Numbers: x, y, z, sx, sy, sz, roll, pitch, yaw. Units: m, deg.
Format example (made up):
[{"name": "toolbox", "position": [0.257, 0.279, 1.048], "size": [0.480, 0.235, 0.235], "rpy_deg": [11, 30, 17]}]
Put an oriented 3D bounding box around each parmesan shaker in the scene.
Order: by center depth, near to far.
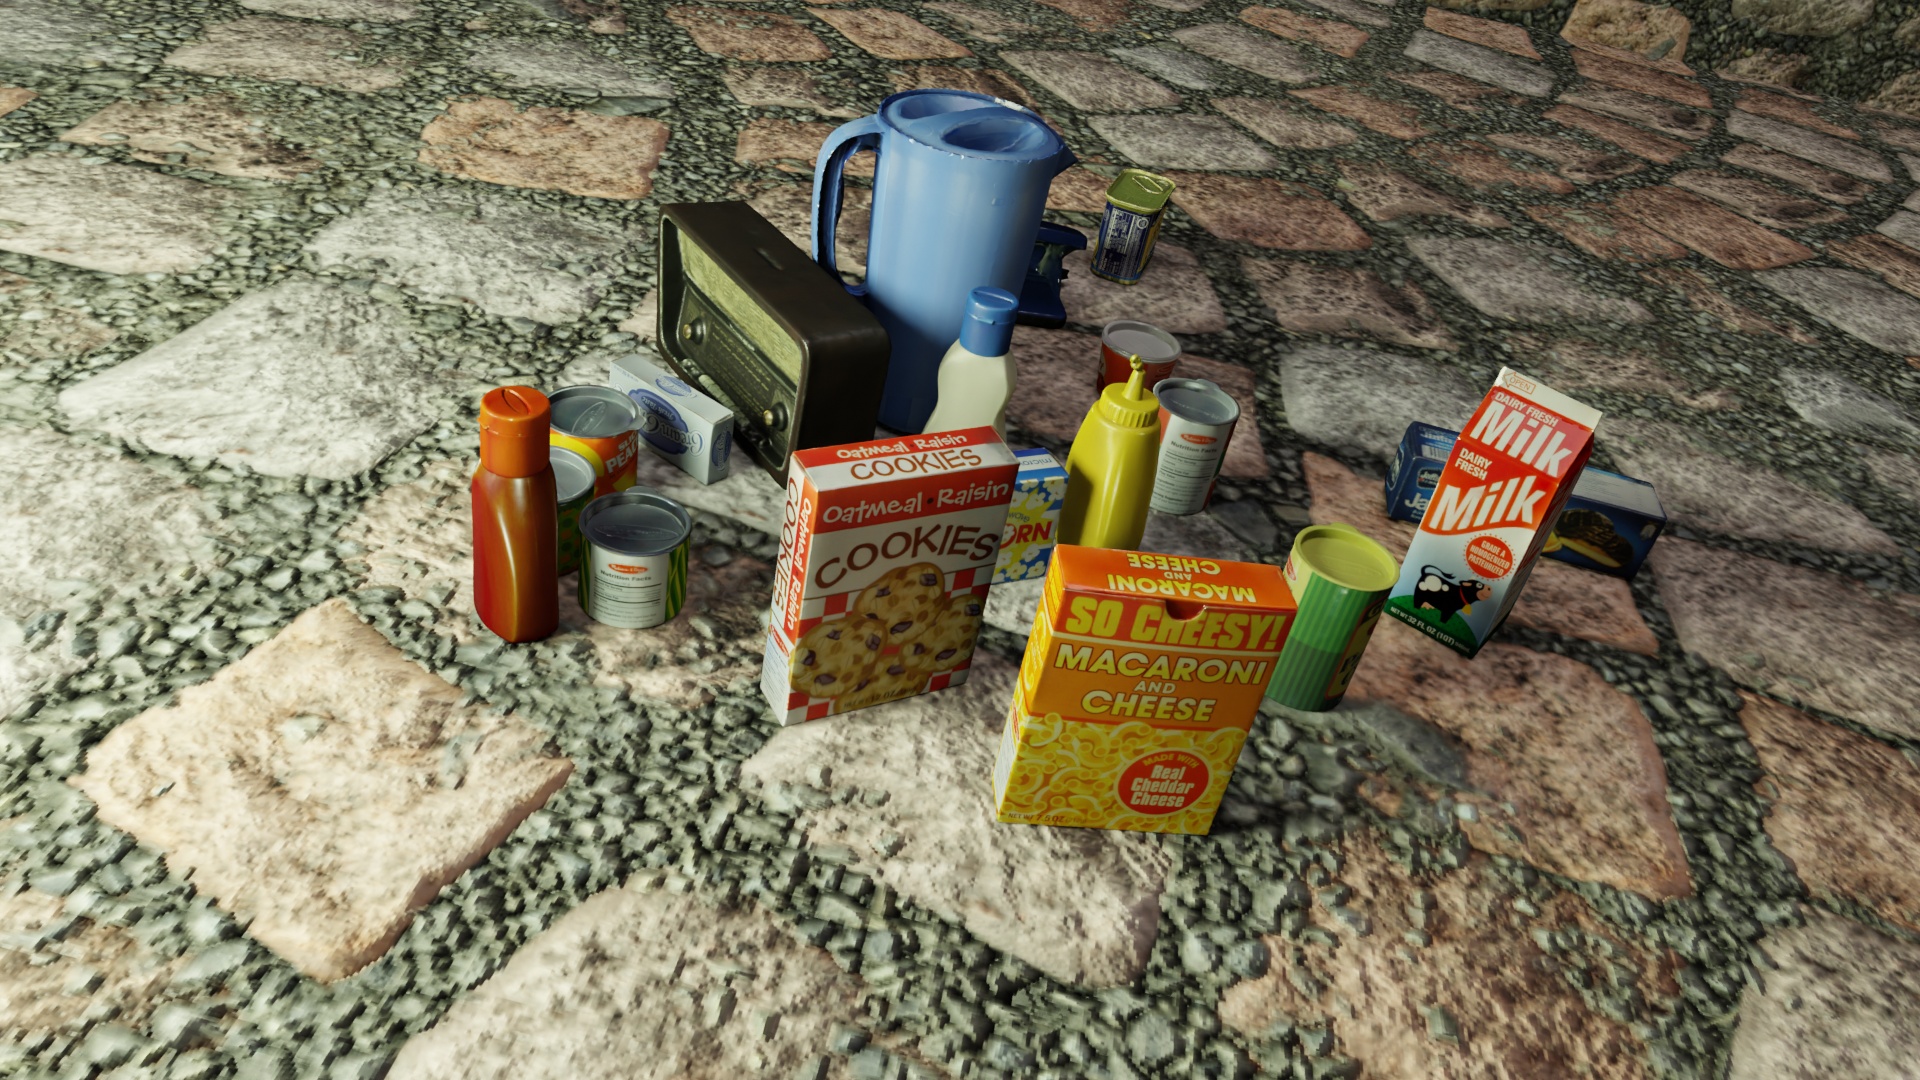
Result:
[{"name": "parmesan shaker", "position": [0.230, 0.049, 0.886], "size": [0.071, 0.102, 0.072], "rpy_deg": [8, 35, -6]}]

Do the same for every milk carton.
[{"name": "milk carton", "position": [0.366, -0.022, 0.951], "size": [0.072, 0.189, 0.074], "rpy_deg": [32, 39, 26]}]

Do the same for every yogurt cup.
[{"name": "yogurt cup", "position": [0.148, -0.148, 1.177], "size": [0.072, 0.053, 0.073], "rpy_deg": [8, 35, -6]}]

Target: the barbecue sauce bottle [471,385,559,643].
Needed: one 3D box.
[{"name": "barbecue sauce bottle", "position": [-0.252, -0.016, 0.787], "size": [0.044, 0.147, 0.065], "rpy_deg": [-17, 44, -35]}]

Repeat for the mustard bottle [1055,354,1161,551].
[{"name": "mustard bottle", "position": [0.105, -0.054, 0.942], "size": [0.049, 0.159, 0.065], "rpy_deg": [-11, 41, -30]}]

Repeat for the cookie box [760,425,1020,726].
[{"name": "cookie box", "position": [-0.043, 0.020, 0.787], "size": [0.123, 0.166, 0.040], "rpy_deg": [-10, 41, -29]}]

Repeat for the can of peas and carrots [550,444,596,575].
[{"name": "can of peas and carrots", "position": [-0.263, -0.017, 0.864], "size": [0.071, 0.058, 0.071], "rpy_deg": [8, 35, -6]}]

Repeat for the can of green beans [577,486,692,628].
[{"name": "can of green beans", "position": [-0.198, 0.012, 0.844], "size": [0.071, 0.057, 0.071], "rpy_deg": [8, 35, -6]}]

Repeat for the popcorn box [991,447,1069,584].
[{"name": "popcorn box", "position": [0.003, -0.011, 0.915], "size": [0.127, 0.084, 0.038], "rpy_deg": [-8, 40, -27]}]

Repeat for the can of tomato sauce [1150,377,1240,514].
[{"name": "can of tomato sauce", "position": [0.168, -0.072, 1.053], "size": [0.071, 0.082, 0.071], "rpy_deg": [8, 35, -6]}]

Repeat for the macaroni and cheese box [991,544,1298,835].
[{"name": "macaroni and cheese box", "position": [0.094, 0.084, 0.739], "size": [0.124, 0.165, 0.040], "rpy_deg": [5, 35, -10]}]

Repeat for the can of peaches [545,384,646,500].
[{"name": "can of peaches", "position": [-0.248, -0.063, 0.933], "size": [0.071, 0.057, 0.071], "rpy_deg": [8, 35, -6]}]

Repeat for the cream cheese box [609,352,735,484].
[{"name": "cream cheese box", "position": [-0.205, -0.086, 0.983], "size": [0.104, 0.053, 0.024], "rpy_deg": [31, 39, 24]}]

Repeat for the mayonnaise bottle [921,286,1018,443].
[{"name": "mayonnaise bottle", "position": [0.011, -0.109, 0.999], "size": [0.065, 0.147, 0.041], "rpy_deg": [16, 35, 5]}]
